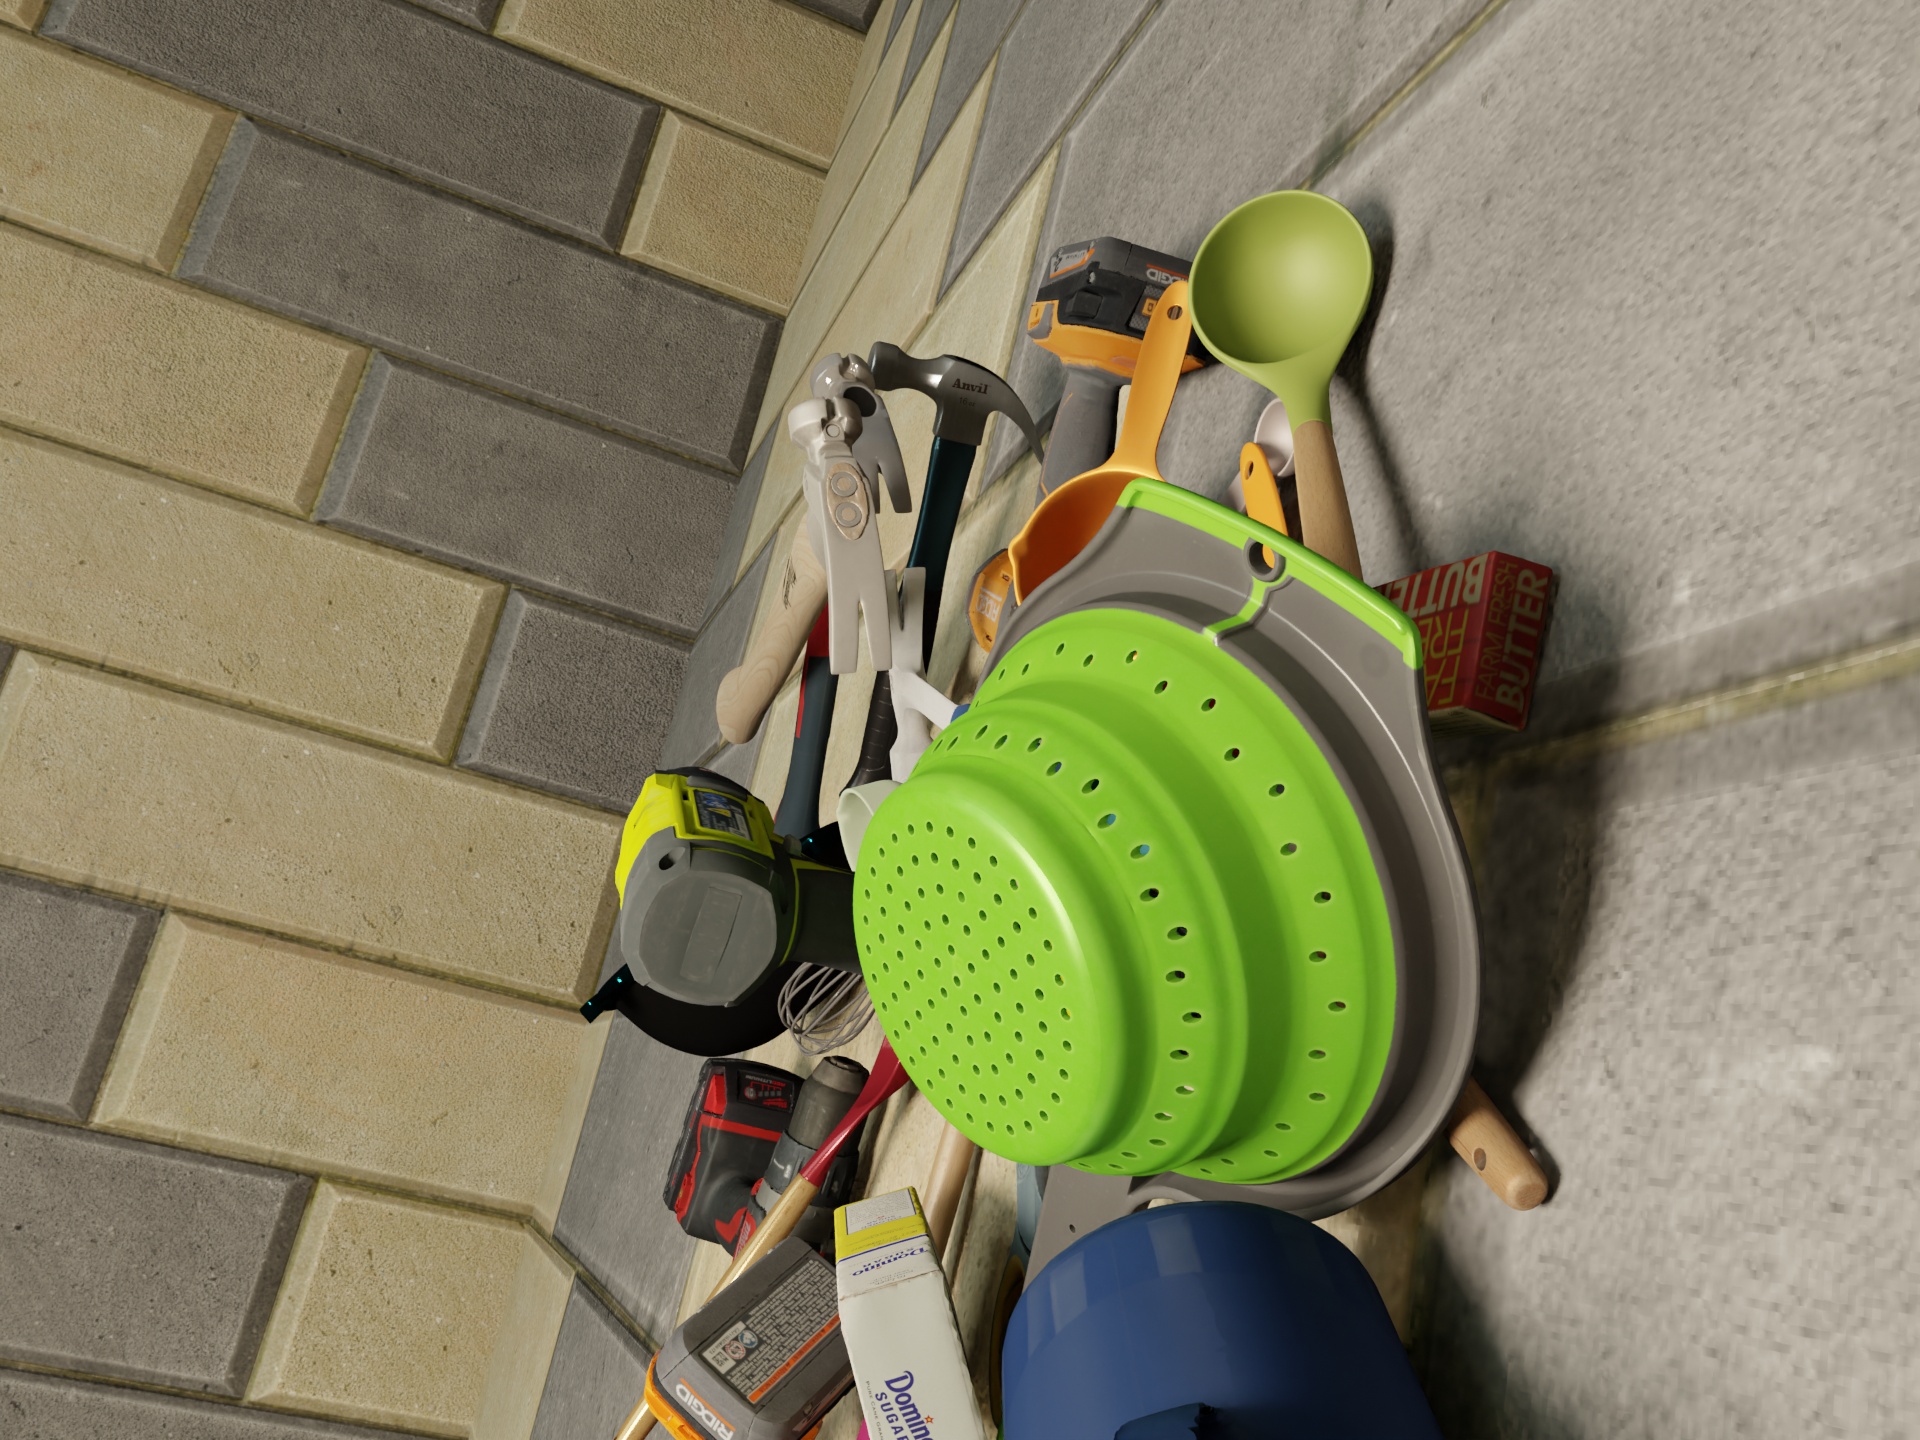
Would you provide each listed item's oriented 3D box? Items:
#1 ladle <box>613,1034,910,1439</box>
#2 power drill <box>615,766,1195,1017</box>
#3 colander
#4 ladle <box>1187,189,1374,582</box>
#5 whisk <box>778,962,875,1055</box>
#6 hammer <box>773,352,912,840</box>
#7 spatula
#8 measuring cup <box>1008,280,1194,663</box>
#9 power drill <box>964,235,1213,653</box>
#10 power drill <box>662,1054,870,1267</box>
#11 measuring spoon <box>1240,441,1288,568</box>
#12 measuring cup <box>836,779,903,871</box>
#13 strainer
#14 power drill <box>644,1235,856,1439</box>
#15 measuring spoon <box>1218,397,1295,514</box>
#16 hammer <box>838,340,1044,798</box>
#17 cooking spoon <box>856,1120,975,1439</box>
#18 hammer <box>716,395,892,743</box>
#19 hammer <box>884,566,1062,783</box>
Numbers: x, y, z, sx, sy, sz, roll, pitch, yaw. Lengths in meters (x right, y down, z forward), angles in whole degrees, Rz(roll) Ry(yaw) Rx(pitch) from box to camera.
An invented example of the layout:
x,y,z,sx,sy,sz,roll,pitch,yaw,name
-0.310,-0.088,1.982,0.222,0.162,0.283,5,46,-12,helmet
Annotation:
x,y,z,sx,sy,sz,roll,pitch,yaw,name
-0.100,0.278,0.887,0.315,0.031,0.069,-55,6,-8,ladle
-0.028,0.078,0.648,0.171,0.223,0.080,-133,62,-72,power drill
0.025,0.128,0.495,0.205,0.094,0.396,37,130,39,colander
0.125,-0.098,0.574,0.078,0.062,0.320,-18,37,21,ladle
-0.031,0.116,0.905,0.239,0.055,0.055,-46,27,30,whisk
-0.086,-0.035,1.039,0.143,0.038,0.386,-108,22,-43,hammer
0.104,0.066,0.546,0.318,0.044,0.082,-119,36,-67,spatula
0.084,-0.104,0.707,0.052,0.095,0.173,20,-96,-64,measuring cup
0.069,-0.125,0.816,0.185,0.084,0.226,-132,56,-73,power drill
-0.120,0.285,1.023,0.227,0.080,0.188,-163,91,-72,power drill
0.125,-0.070,0.650,0.021,0.011,0.117,122,150,-50,measuring spoon
-0.040,0.109,0.978,0.083,0.038,0.167,46,147,47,measuring cup
-0.132,0.173,1.151,0.211,0.095,0.340,-37,-8,-1,strainer
-0.124,0.387,0.851,0.164,0.084,0.226,-23,-36,-58,power drill
0.127,-0.094,0.706,0.124,0.018,0.034,117,150,-52,measuring spoon
-0.030,-0.079,1.068,0.033,0.128,0.331,-106,28,-65,hammer
-0.019,0.267,0.767,0.068,0.017,0.319,58,-134,-66,cooking spoon
-0.110,-0.043,0.989,0.410,0.038,0.146,134,129,-68,hammer
-0.001,-0.003,0.859,0.406,0.035,0.144,-143,46,-77,hammer
